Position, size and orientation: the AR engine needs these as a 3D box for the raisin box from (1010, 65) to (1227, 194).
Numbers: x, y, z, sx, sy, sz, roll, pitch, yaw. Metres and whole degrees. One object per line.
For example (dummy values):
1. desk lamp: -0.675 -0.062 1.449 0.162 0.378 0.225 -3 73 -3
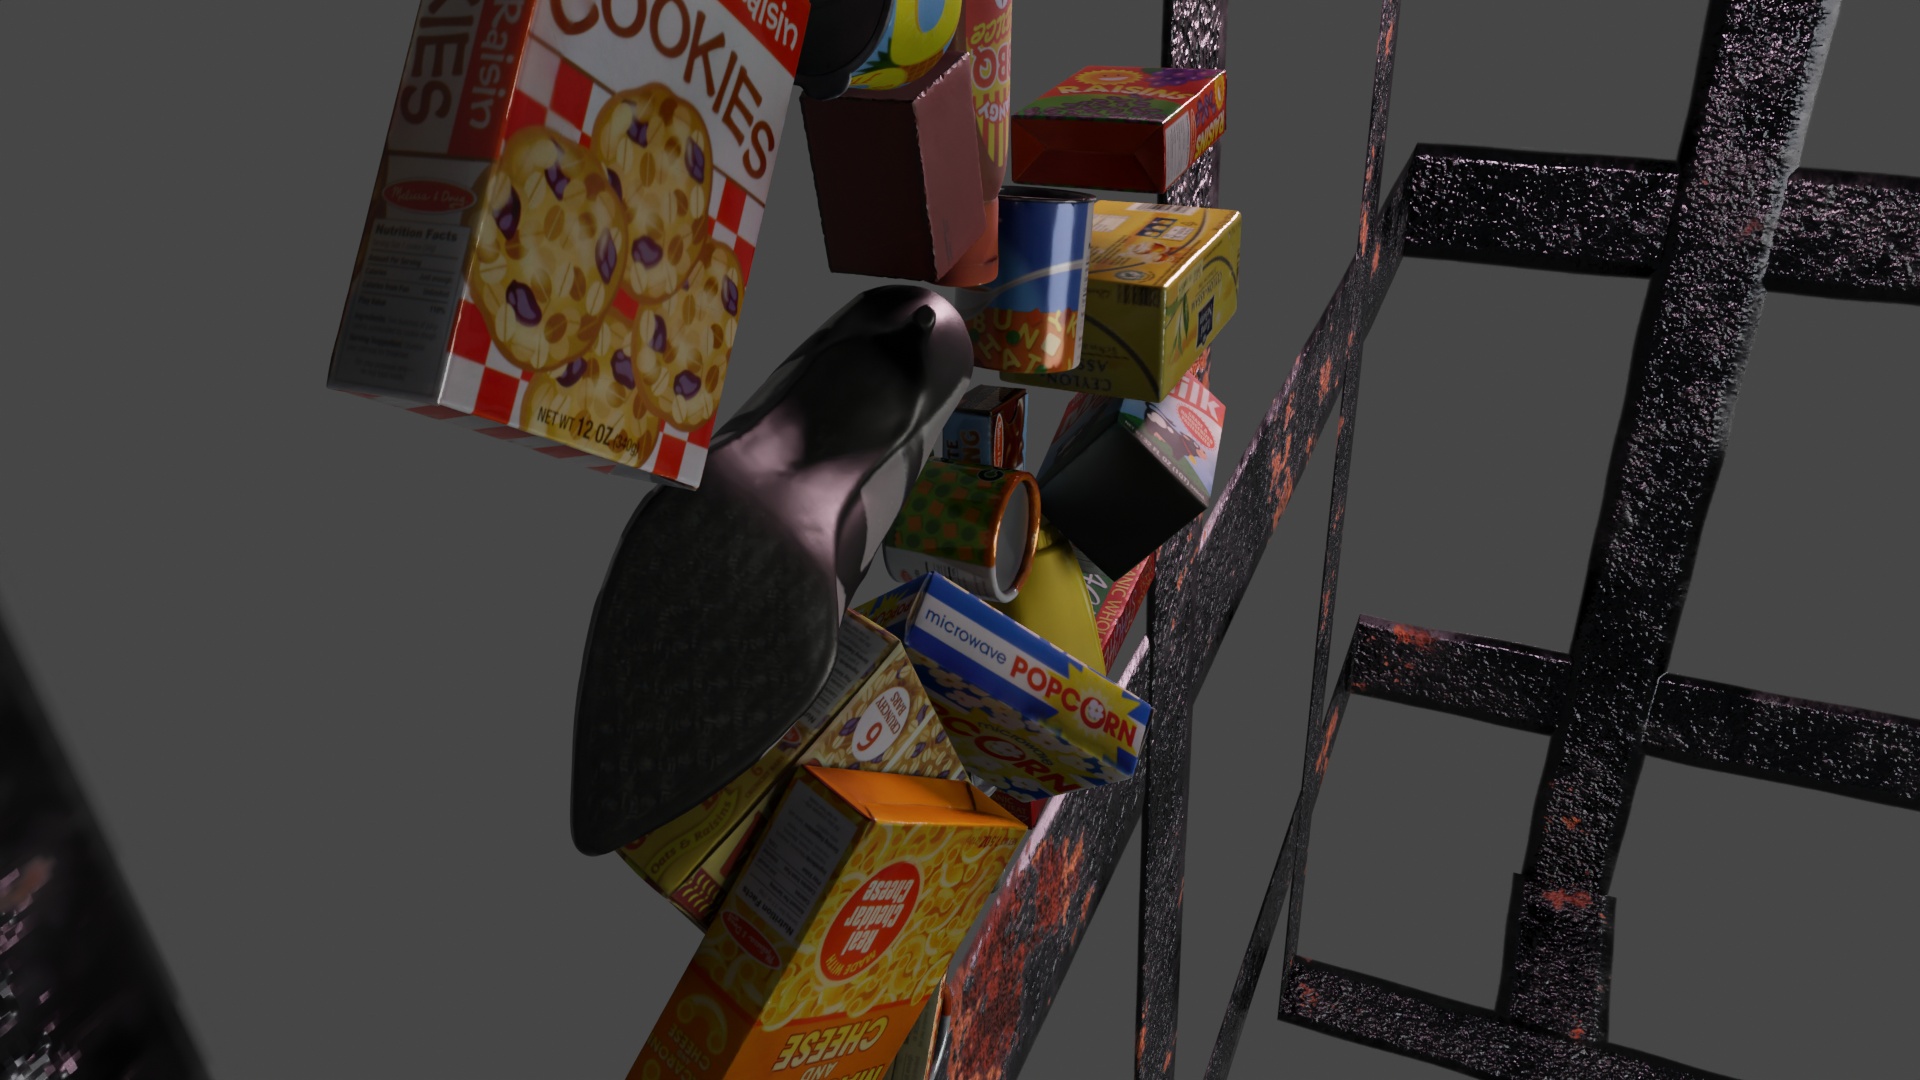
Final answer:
1. raisin box: 0.090 -0.228 0.762 0.124 0.086 0.040 -51 143 -51

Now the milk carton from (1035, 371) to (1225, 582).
1. milk carton: 0.105 -0.062 0.829 0.073 0.072 0.191 -42 -170 28

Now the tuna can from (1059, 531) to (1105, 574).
1. tuna can: 0.093 -0.013 0.893 0.032 0.071 0.071 82 28 -42

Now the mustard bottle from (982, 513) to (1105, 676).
1. mustard bottle: 0.044 0.035 0.803 0.065 0.049 0.159 -18 110 -25

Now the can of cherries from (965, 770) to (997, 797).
1. can of cherries: -0.008 0.092 0.703 0.071 0.058 0.071 11 91 -69

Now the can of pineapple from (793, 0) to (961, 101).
1. can of pineapple: -0.040 -0.190 0.483 0.058 0.071 0.070 -32 129 -62

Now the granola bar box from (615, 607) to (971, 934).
1. granola bar box: -0.056 0.118 0.569 0.124 0.039 0.164 -48 147 -18

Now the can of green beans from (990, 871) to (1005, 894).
1. can of green beans: -0.022 0.158 0.686 0.058 0.071 0.071 23 79 -68

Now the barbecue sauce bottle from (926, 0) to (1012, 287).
1. barbecue sauce bottle: -0.001 -0.188 0.611 0.065 0.044 0.147 -44 140 -55

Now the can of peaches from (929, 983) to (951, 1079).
1. can of peaches: -0.043 0.241 0.684 0.071 0.058 0.071 10 91 -69

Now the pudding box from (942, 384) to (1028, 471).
1. pudding box: 0.013 -0.037 0.735 0.050 0.030 0.083 -39 135 -57

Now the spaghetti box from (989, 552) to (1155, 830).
1. spaghetti box: 0.067 0.081 0.897 0.251 0.050 0.028 -57 151 -45

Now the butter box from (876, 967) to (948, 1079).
1. butter box: -0.024 0.228 0.620 0.053 0.024 0.104 93 7 -65

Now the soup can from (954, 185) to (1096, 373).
1. soup can: 0.027 -0.130 0.685 0.071 0.071 0.083 -33 131 -61

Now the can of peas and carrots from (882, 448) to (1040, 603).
1. can of peas and carrots: 0.002 -0.009 0.682 0.071 0.059 0.071 10 91 -69

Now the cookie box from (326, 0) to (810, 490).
1. cookie box: -0.102 -0.108 0.400 0.123 0.040 0.167 22 79 -68

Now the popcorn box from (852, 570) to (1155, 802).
1. popcorn box: 0.009 0.068 0.617 0.126 0.085 0.038 33 58 -20

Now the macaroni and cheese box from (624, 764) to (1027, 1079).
1. macaroni and cheese box: -0.055 0.170 0.538 0.166 0.040 0.123 -60 148 4
